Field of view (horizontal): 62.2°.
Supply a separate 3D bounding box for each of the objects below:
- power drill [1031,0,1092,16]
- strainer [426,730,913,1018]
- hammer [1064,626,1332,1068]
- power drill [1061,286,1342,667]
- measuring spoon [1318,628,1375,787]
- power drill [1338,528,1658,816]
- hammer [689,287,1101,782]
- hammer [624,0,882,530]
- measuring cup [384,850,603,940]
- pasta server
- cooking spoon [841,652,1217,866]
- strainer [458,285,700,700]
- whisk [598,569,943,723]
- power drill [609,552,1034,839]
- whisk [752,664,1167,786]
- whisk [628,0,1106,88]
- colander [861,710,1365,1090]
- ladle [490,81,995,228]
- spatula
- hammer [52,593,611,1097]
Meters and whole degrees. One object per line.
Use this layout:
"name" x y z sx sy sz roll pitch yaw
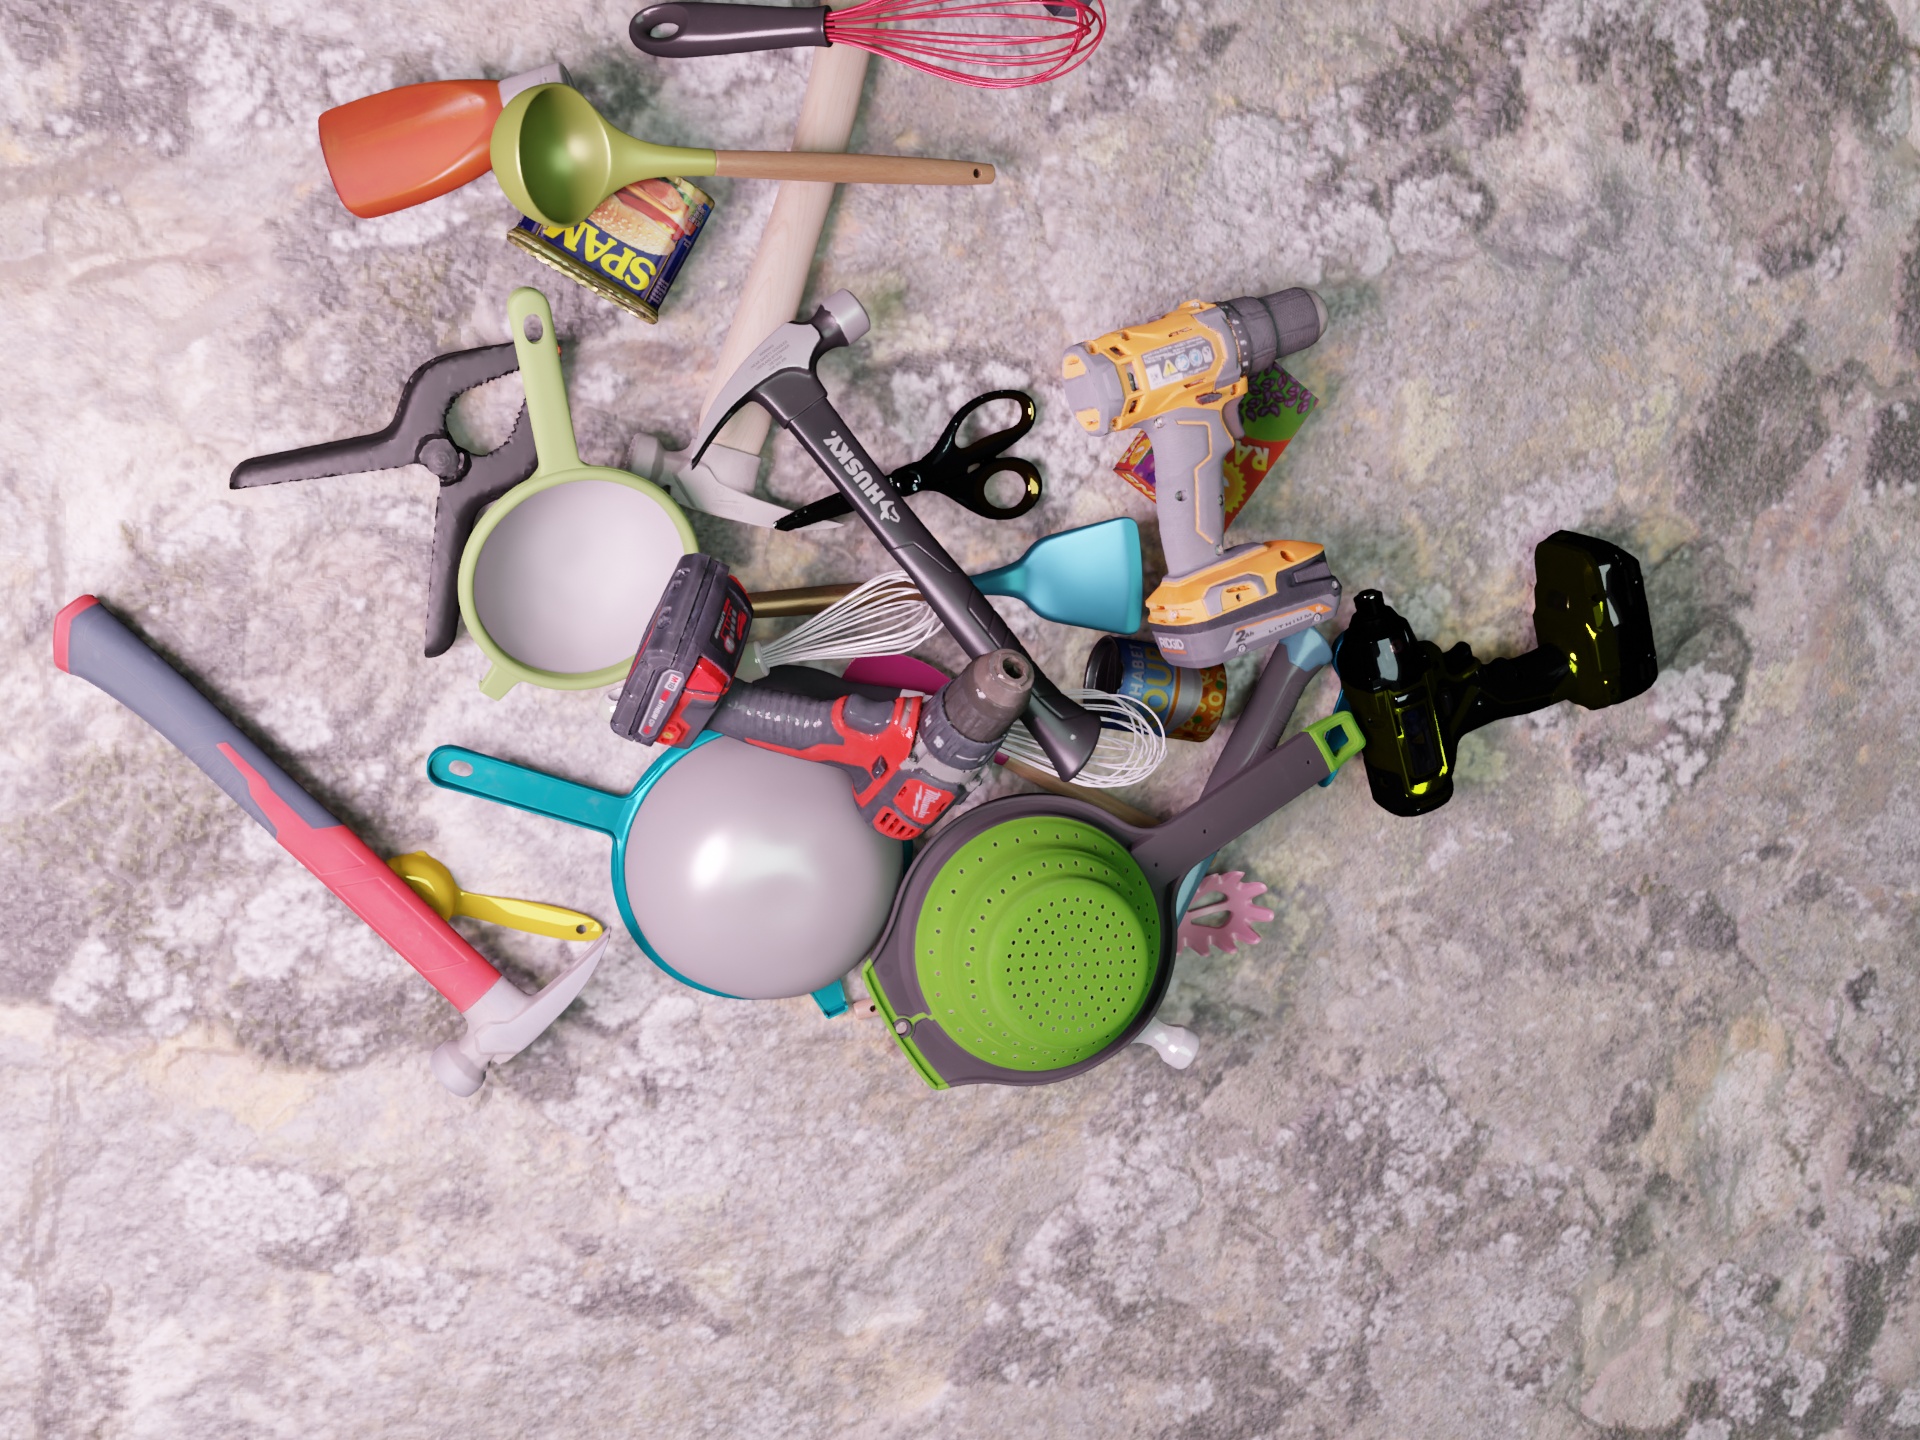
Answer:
"power drill" -0.005 -0.518 0.947 0.226 0.084 0.164 21 65 -17
"strainer" -0.181 0.087 1.046 0.340 0.095 0.211 19 99 -21
"hammer" 0.182 0.077 1.153 0.128 0.033 0.331 29 85 -9
"power drill" 0.183 -0.168 1.059 0.185 0.084 0.226 -22 102 -15
"measuring spoon" 0.283 -0.012 1.195 0.042 0.021 0.128 1 111 -24
"power drill" 0.389 -0.047 1.170 0.223 0.080 0.171 -23 112 -10
"hammer" -0.028 -0.098 1.002 0.146 0.035 0.335 -39 94 -10
"hammer" -0.093 -0.327 1.018 0.146 0.038 0.410 14 98 -18
"measuring cup" -0.317 0.130 1.063 0.156 0.029 0.062 13 99 -14
"pasta server" 0.076 0.172 1.169 0.316 0.040 0.060 -14 90 -10
"cooking spoon" 0.054 0.037 1.144 0.318 0.017 0.068 27 103 -18
"strainer" -0.248 -0.144 0.979 0.151 0.069 0.256 -17 123 -20
"whisk" -0.124 -0.043 1.050 0.246 0.058 0.059 -18 130 5
"power drill" -0.079 -0.016 0.963 0.226 0.187 0.080 23 54 -14
"whisk" -0.002 -0.004 1.071 0.284 0.070 0.070 10 100 5
"whisk" -0.060 -0.413 0.946 0.296 0.073 0.073 5 102 13
"colander" 0.128 0.110 1.073 0.397 0.094 0.204 -33 100 -10
"ladle" -0.119 -0.333 0.953 0.320 0.062 0.078 -7 111 -25
"spatula" -0.034 -0.087 1.081 0.317 0.044 0.082 -6 105 -12
"hammer" -0.399 0.060 1.001 0.143 0.038 0.386 -43 102 -2
